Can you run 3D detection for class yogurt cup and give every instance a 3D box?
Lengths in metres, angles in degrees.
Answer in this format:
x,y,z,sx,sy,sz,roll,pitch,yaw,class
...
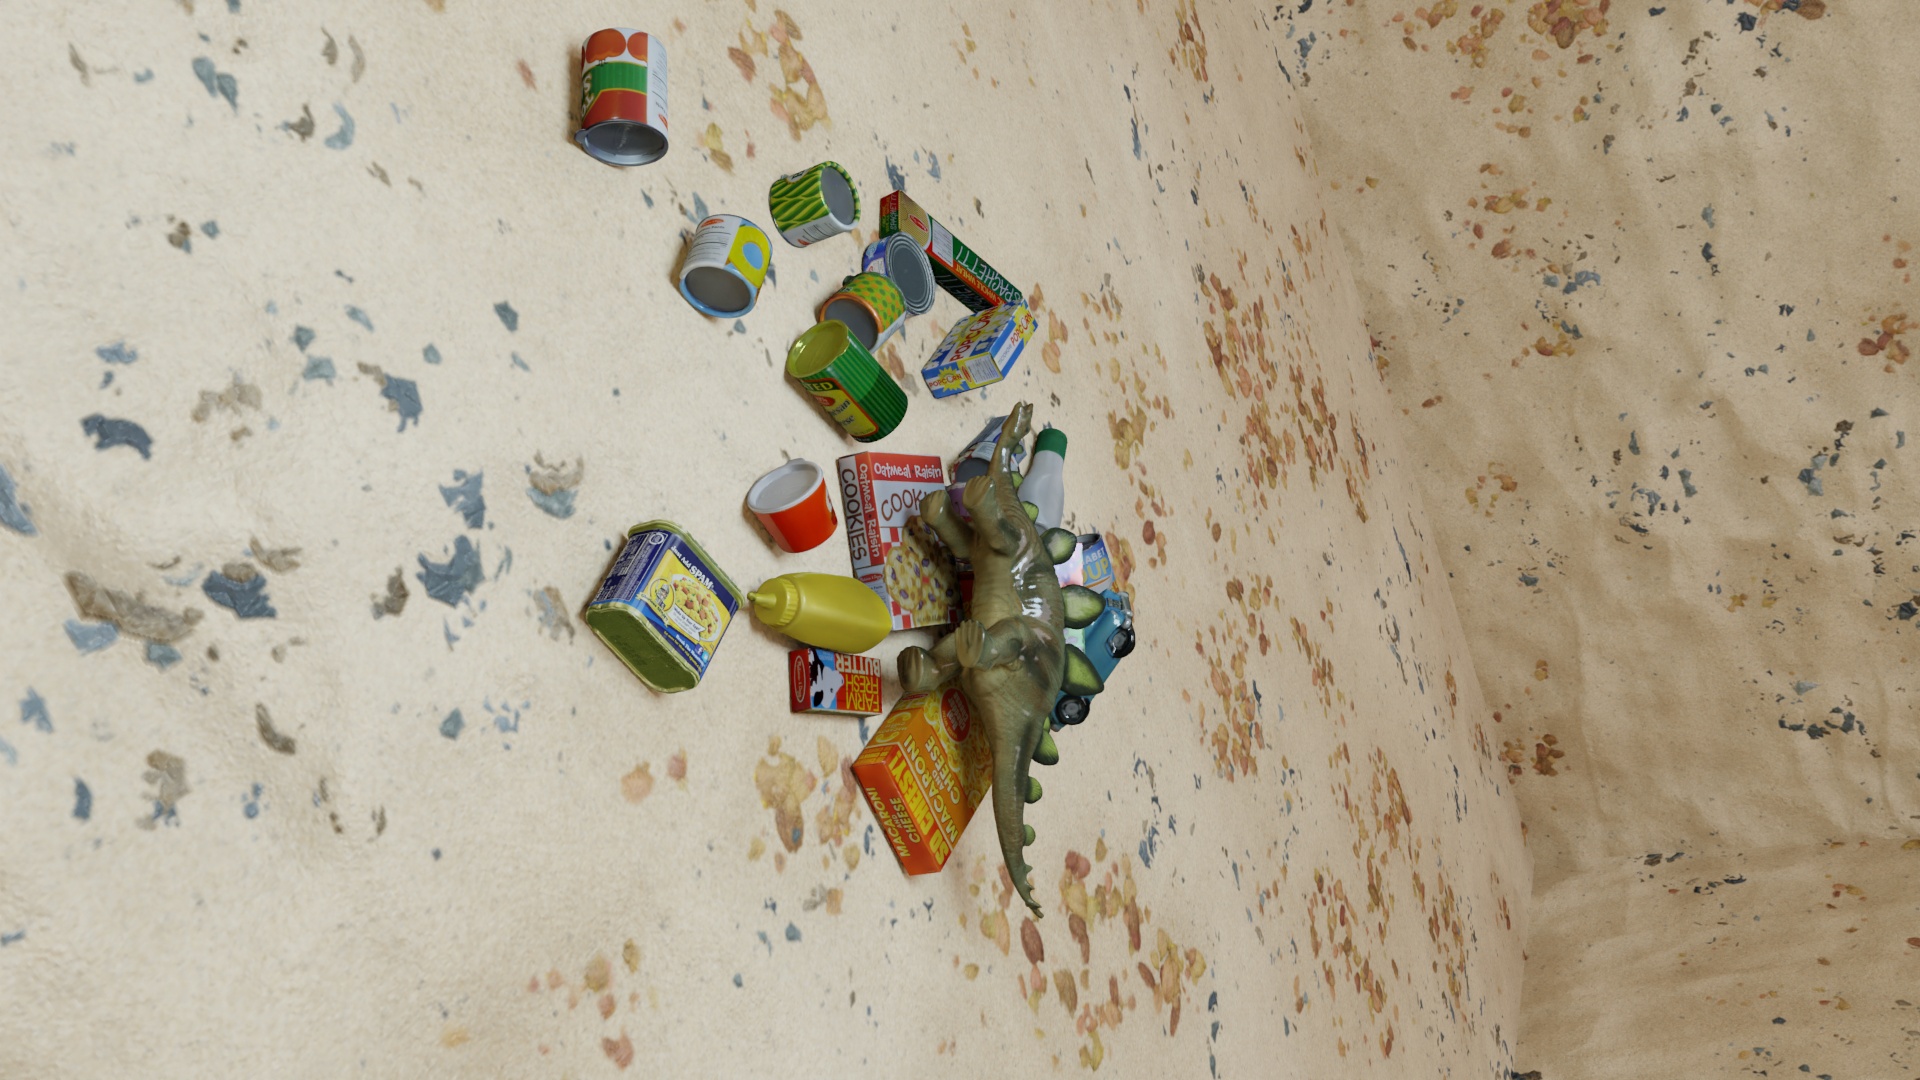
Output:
x,y,z,sx,sy,sz,roll,pitch,yaw,class
-0.138,-0.026,1.168,0.053,0.072,0.073,67,31,-33,yogurt cup

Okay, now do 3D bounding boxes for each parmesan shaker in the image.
x,y,z,sx,sy,sz,roll,pitch,yaw,class
-0.100,-0.143,1.265,0.103,0.071,0.071,47,42,-41,parmesan shaker

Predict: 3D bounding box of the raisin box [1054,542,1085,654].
x,y,z,sx,sy,sz,roll,pitch,yaw,class
0.080,0.064,1.401,0.040,0.086,0.123,144,-55,-79,raisin box

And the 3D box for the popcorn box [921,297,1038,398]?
x,y,z,sx,sy,sz,roll,pitch,yaw,class
0.022,-0.204,1.474,0.038,0.085,0.127,61,34,-24,popcorn box

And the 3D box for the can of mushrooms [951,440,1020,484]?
x,y,z,sx,sy,sz,roll,pitch,yaw,class
0.025,-0.066,1.450,0.071,0.071,0.034,66,32,-18,can of mushrooms

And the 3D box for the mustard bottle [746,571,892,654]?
x,y,z,sx,sy,sz,roll,pitch,yaw,class
-0.126,0.057,1.163,0.160,0.048,0.065,16,33,-52,mustard bottle

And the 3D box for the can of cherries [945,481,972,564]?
x,y,z,sx,sy,sz,roll,pitch,yaw,class
0.005,-0.018,1.400,0.071,0.071,0.059,45,44,-42,can of cherries

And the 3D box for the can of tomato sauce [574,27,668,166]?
x,y,z,sx,sy,sz,roll,pitch,yaw,class
-0.263,-0.345,1.080,0.071,0.071,0.083,19,63,-55,can of tomato sauce

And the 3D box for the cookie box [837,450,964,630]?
x,y,z,sx,sy,sz,roll,pitch,yaw,class
-0.056,0.001,1.315,0.123,0.040,0.167,-1,81,-58,cookie box

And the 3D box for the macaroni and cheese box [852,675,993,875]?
x,y,z,sx,sy,sz,roll,pitch,yaw,class
-0.026,0.208,1.285,0.123,0.040,0.167,65,32,-18,macaroni and cheese box

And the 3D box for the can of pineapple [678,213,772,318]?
x,y,z,sx,sy,sz,roll,pitch,yaw,class
-0.193,-0.225,1.148,0.071,0.071,0.058,46,43,-41,can of pineapple

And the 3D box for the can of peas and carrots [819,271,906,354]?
x,y,z,sx,sy,sz,roll,pitch,yaw,class
-0.094,-0.214,1.309,0.070,0.071,0.059,64,33,-21,can of peas and carrots

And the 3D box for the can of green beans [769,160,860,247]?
x,y,z,sx,sy,sz,roll,pitch,yaw,class
-0.134,-0.311,1.285,0.071,0.057,0.071,29,55,-52,can of green beans

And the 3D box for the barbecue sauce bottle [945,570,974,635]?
x,y,z,sx,sy,sz,roll,pitch,yaw,class
0.015,0.104,1.374,0.044,0.065,0.148,-2,89,-43,barbecue sauce bottle

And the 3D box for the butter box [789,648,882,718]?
x,y,z,sx,sy,sz,roll,pitch,yaw,class
-0.107,0.124,1.199,0.103,0.024,0.053,15,67,-56,butter box

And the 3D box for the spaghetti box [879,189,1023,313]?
x,y,z,sx,sy,sz,roll,pitch,yaw,class
-0.005,-0.299,1.521,0.250,0.028,0.050,29,55,-52,spaghetti box

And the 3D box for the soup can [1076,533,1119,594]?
x,y,z,sx,sy,sz,roll,pitch,yaw,class
0.144,0.043,1.599,0.072,0.071,0.083,-38,112,-57,soup can

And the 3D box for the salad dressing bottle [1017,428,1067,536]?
x,y,z,sx,sy,sz,roll,pitch,yaw,class
0.095,-0.064,1.585,0.064,0.044,0.148,49,39,-36,salad dressing bottle

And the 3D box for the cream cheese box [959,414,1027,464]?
x,y,z,sx,sy,sz,roll,pitch,yaw,class
0.036,-0.094,1.516,0.053,0.024,0.104,65,33,-17,cream cheese box
